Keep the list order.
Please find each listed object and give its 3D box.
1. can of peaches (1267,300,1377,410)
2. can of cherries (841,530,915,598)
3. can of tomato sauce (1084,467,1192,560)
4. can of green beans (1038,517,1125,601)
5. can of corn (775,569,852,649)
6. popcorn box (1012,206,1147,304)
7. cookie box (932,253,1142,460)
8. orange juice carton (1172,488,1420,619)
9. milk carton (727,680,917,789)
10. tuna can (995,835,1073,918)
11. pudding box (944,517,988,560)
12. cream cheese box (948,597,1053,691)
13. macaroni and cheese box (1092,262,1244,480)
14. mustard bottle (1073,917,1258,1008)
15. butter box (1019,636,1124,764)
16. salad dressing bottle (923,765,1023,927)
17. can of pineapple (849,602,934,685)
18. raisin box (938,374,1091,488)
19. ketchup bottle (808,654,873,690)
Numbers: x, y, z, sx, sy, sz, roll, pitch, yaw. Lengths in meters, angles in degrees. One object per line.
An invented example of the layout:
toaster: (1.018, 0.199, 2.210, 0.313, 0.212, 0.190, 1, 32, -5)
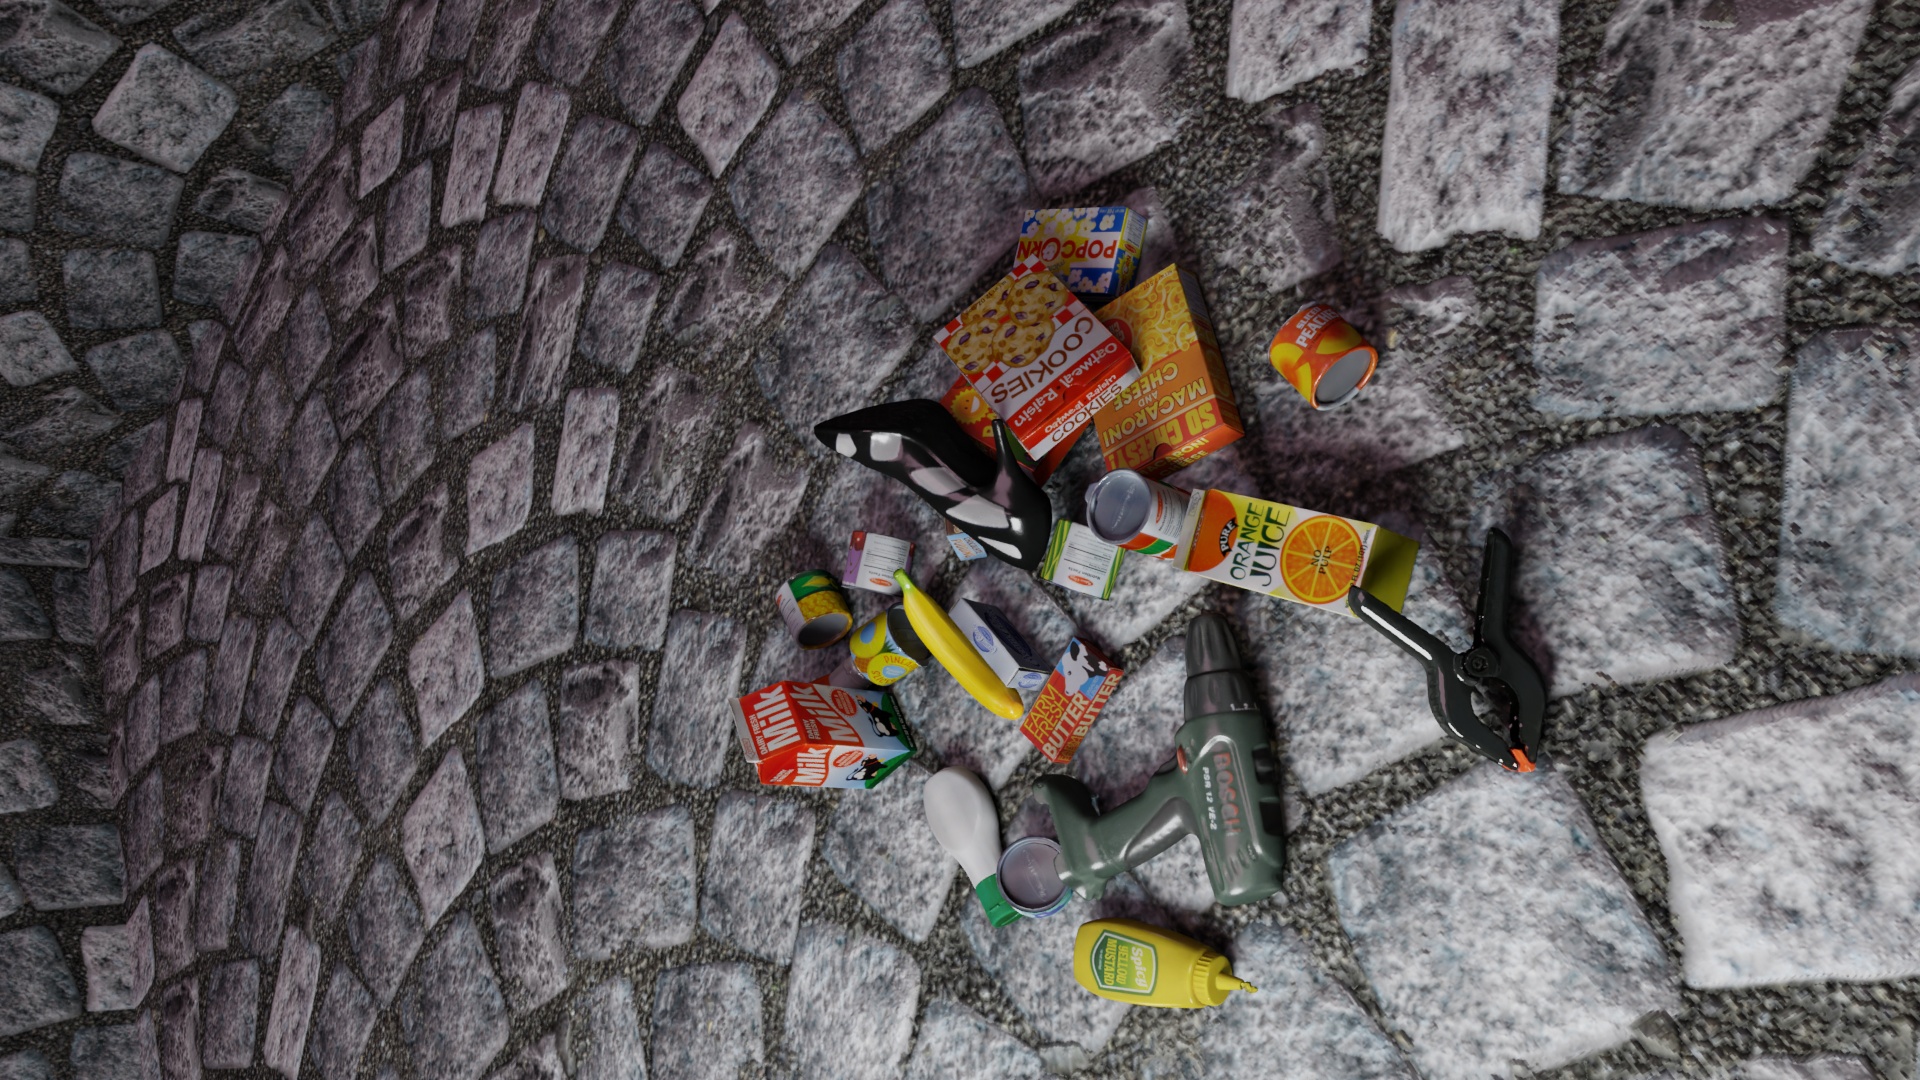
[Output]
can of peaches: (0.290, -0.148, 1.112, 0.071, 0.071, 0.058, -50, 53, 21)
can of cherries: (-0.084, 0.024, 1.407, 0.071, 0.071, 0.058, 7, 84, 43)
can of tomato sauce: (0.157, -0.022, 1.190, 0.071, 0.083, 0.071, -12, 72, 40)
can of green beans: (0.110, 0.017, 1.235, 0.071, 0.071, 0.058, 20, 93, 43)
can of corn: (-0.151, 0.072, 1.456, 0.071, 0.071, 0.058, -46, 54, 24)
popcorn box: (0.111, -0.271, 1.325, 0.126, 0.038, 0.085, 11, 87, 43)
cookie box: (0.067, -0.168, 1.256, 0.123, 0.040, 0.168, -39, 53, 3)
orange juice carton: (0.253, 0.009, 1.103, 0.193, 0.073, 0.071, 16, 91, 43)
milk carton: (-0.140, 0.187, 1.329, 0.073, 0.190, 0.072, -43, 55, 27)
tuna can: (0.068, 0.292, 1.208, 0.071, 0.032, 0.071, -5, 65, 10)
pudding box: (0.005, -0.017, 1.325, 0.030, 0.083, 0.050, -8, 71, 7)
cream cheese box: (0.037, 0.096, 1.288, 0.024, 0.053, 0.104, -55, 50, 18)
macaroni and cheese box: (0.171, -0.144, 1.237, 0.123, 0.040, 0.167, -29, 61, 34)
mustard bottle: (0.165, 0.343, 1.114, 0.160, 0.049, 0.065, -3, 79, 41)
butter box: (0.098, 0.143, 1.241, 0.053, 0.024, 0.103, 40, 106, 41)
salad dressing bottle: (0.015, 0.279, 1.269, 0.064, 0.044, 0.148, -41, 57, 21)
can of pineapple: (-0.067, 0.104, 1.369, 0.057, 0.071, 0.071, -35, 58, 32)
raisin box: (0.047, -0.116, 1.301, 0.123, 0.040, 0.086, 32, 78, 26)
ketchup bottle: (-0.145, 0.173, 1.438, 0.148, 0.043, 0.065, -43, 55, 25)
